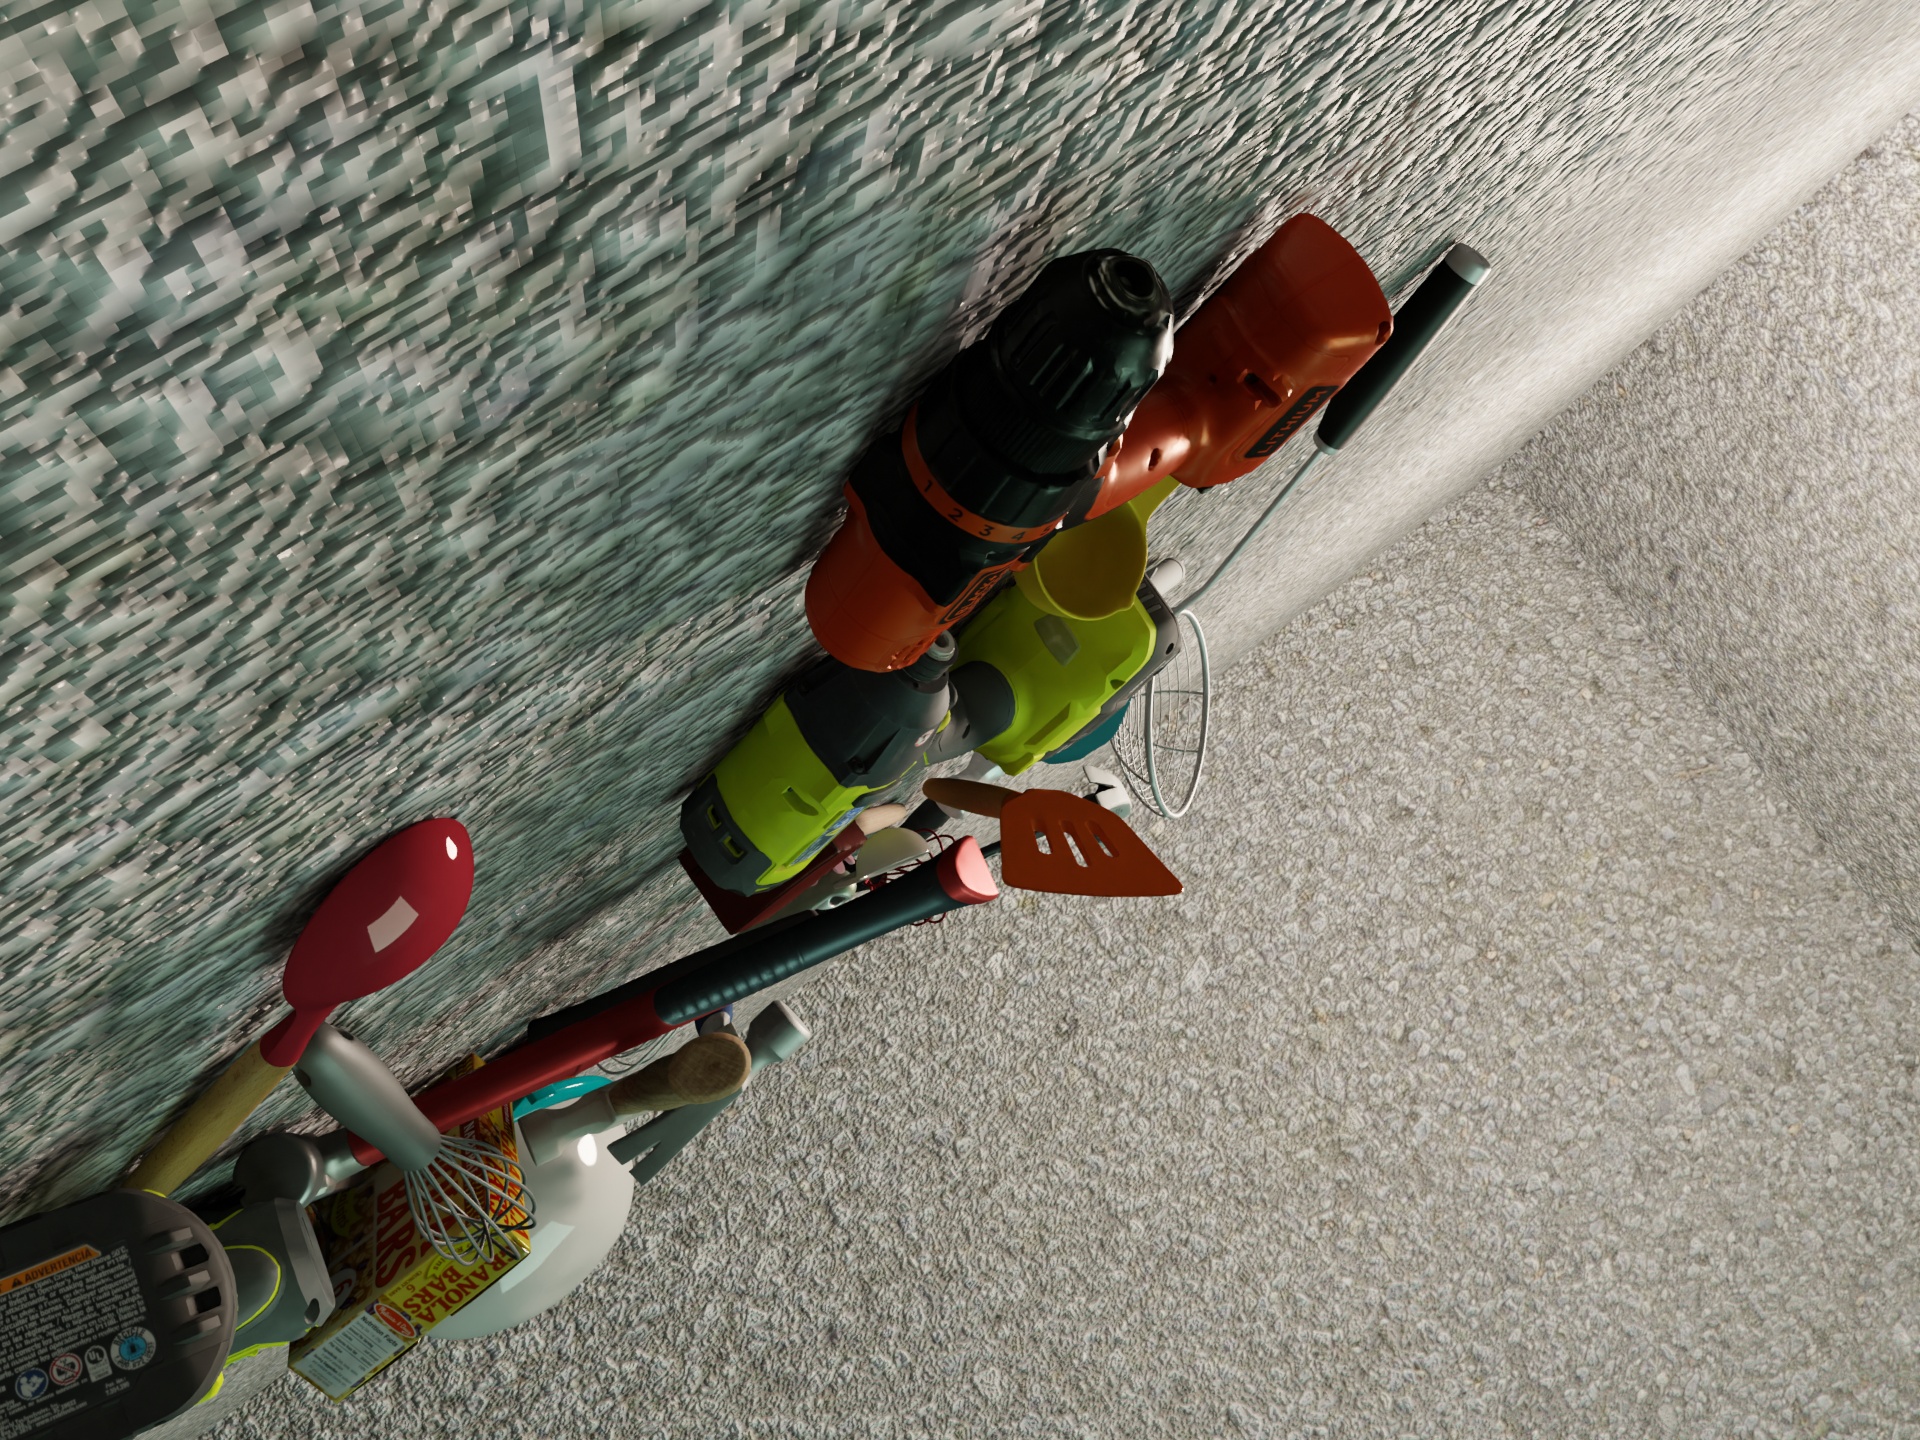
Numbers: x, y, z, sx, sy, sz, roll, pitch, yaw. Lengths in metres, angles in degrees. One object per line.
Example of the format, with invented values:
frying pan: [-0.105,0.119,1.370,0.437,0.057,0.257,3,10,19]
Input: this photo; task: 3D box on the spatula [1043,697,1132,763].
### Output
spatula: [0.057,0.006,1.011,0.082,0.044,0.317,-13,178,-2]

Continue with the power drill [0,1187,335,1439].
power drill: [-0.347,0.241,0.596,0.190,0.080,0.228,-20,168,-21]

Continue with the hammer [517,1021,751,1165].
hammer: [-0.151,0.186,0.814,0.130,0.031,0.331,-21,173,-23]

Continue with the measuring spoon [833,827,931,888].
measuring spoon: [-0.043,0.064,0.736,0.034,0.018,0.124,-20,175,-19]

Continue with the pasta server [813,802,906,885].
pasta server: [-0.077,0.084,1.126,0.060,0.040,0.316,-26,177,11]

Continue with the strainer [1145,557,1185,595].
strainer: [0.104,-0.075,0.982,0.087,0.050,0.258,-55,172,24]

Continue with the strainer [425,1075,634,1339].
strainer: [-0.279,0.354,1.095,0.211,0.095,0.340,-40,159,-4]

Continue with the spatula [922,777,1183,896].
spatula: [0.021,0.052,0.822,0.081,0.041,0.322,4,180,-14]

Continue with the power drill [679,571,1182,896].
power drill: [-0.003,-0.011,0.720,0.223,0.080,0.171,-25,167,-47]

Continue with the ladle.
ladle: [-0.254,0.127,0.566,0.315,0.031,0.069,-40,174,35]

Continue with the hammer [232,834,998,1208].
hammer: [-0.163,0.154,0.824,0.386,0.038,0.143,-23,172,-9]

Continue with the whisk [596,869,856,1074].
whisk: [-0.171,0.176,1.126,0.246,0.059,0.057,-35,145,16]

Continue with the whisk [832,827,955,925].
whisk: [-0.062,0.120,1.222,0.073,0.073,0.296,-35,-173,-19]

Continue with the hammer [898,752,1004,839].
hammer: [-0.013,0.067,1.313,0.128,0.033,0.331,-44,179,-25]

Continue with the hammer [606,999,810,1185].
hammer: [-0.188,0.233,1.180,0.144,0.035,0.405,-42,-173,-7]

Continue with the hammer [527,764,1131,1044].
hammer: [-0.077,0.124,1.012,0.409,0.036,0.149,-22,167,-7]

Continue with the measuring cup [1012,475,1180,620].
measuring cup: [0.077,-0.104,0.672,0.156,0.062,0.029,-48,-154,-21]

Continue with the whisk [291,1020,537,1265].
whisk: [-0.235,0.186,0.687,0.055,0.055,0.238,-35,150,-18]

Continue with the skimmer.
skimmer: [0.192,-0.092,0.891,0.363,0.090,0.127,-54,176,35]
